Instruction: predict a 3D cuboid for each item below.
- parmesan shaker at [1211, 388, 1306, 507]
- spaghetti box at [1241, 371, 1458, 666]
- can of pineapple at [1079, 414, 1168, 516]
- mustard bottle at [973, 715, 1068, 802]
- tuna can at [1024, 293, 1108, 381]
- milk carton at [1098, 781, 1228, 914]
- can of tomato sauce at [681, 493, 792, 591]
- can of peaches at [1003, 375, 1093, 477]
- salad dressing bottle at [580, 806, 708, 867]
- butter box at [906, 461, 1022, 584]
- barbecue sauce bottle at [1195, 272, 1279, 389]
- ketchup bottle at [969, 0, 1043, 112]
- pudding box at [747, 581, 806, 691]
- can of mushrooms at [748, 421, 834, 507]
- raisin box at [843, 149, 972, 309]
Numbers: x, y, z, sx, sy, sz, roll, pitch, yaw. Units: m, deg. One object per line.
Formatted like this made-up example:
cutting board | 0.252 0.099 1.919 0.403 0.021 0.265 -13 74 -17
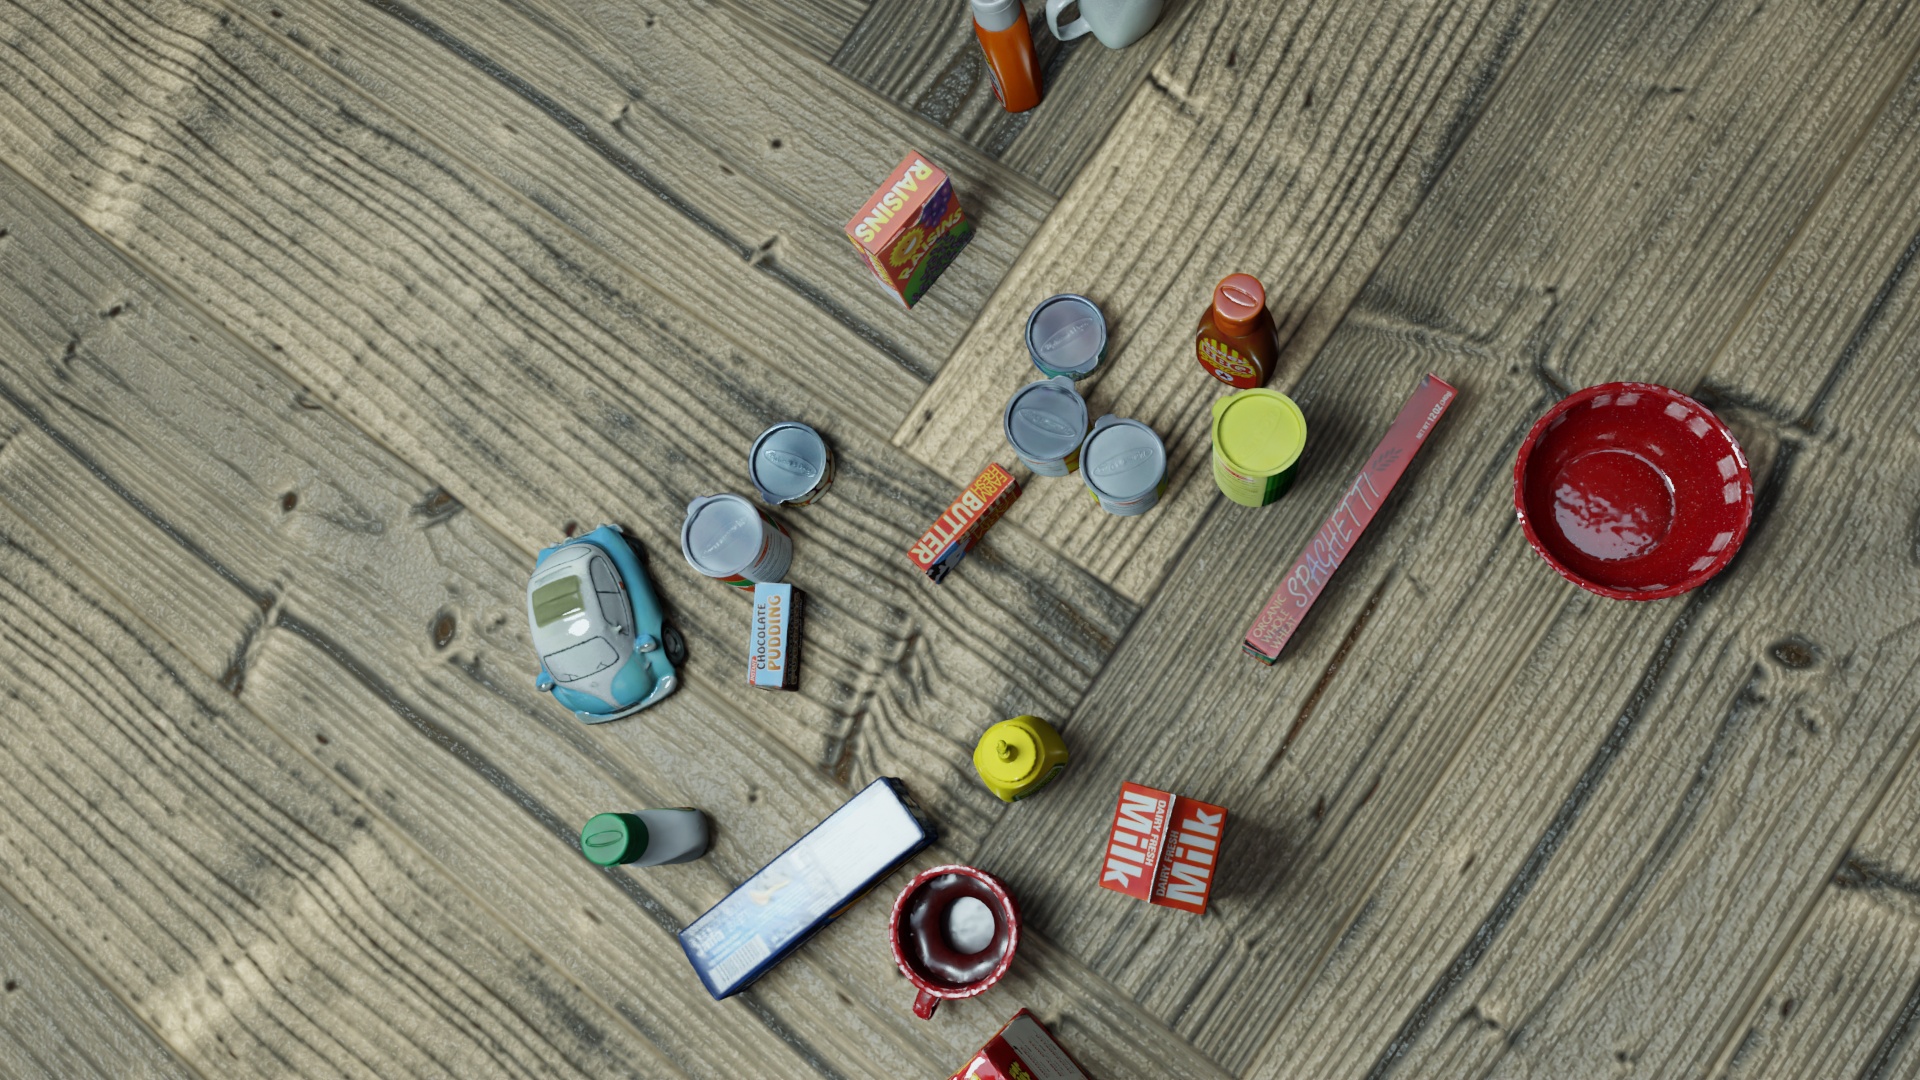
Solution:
parmesan shaker | 0.221 -0.070 1.045 0.071 0.103 0.071 -2 79 10
spaghetti box | 0.292 -0.014 1.049 0.029 0.050 0.250 34 86 14
can of pineapple | 0.128 -0.058 1.083 0.071 0.058 0.071 -2 79 10
mustard bottle | 0.040 0.157 1.001 0.065 0.160 0.049 -38 75 1
tuna can | 0.088 -0.161 1.124 0.071 0.033 0.071 -2 78 10
milk carton | 0.141 0.210 0.957 0.073 0.190 0.072 13 82 12
can of tomato sauce | -0.179 0.002 1.111 0.071 0.083 0.071 -2 79 10
can of peaches | 0.072 -0.090 1.099 0.071 0.058 0.071 -2 79 10
salad dressing bottle | -0.236 0.223 1.043 0.064 0.147 0.044 -12 77 8
butter box | 0.004 -0.014 1.098 0.024 0.053 0.103 43 88 15
barbecue sauce bottle | 0.208 -0.158 1.042 0.065 0.148 0.043 30 86 14
ketchup bottle | 0.036 -0.408 1.124 0.043 0.148 0.065 -17 77 7
pudding box | -0.146 0.077 1.108 0.030 0.049 0.084 2 79 10
can of mushrooms | -0.139 -0.060 1.143 0.071 0.033 0.071 -2 78 10
raisin box | -0.039 -0.247 1.117 0.040 0.123 0.086 41 88 15
